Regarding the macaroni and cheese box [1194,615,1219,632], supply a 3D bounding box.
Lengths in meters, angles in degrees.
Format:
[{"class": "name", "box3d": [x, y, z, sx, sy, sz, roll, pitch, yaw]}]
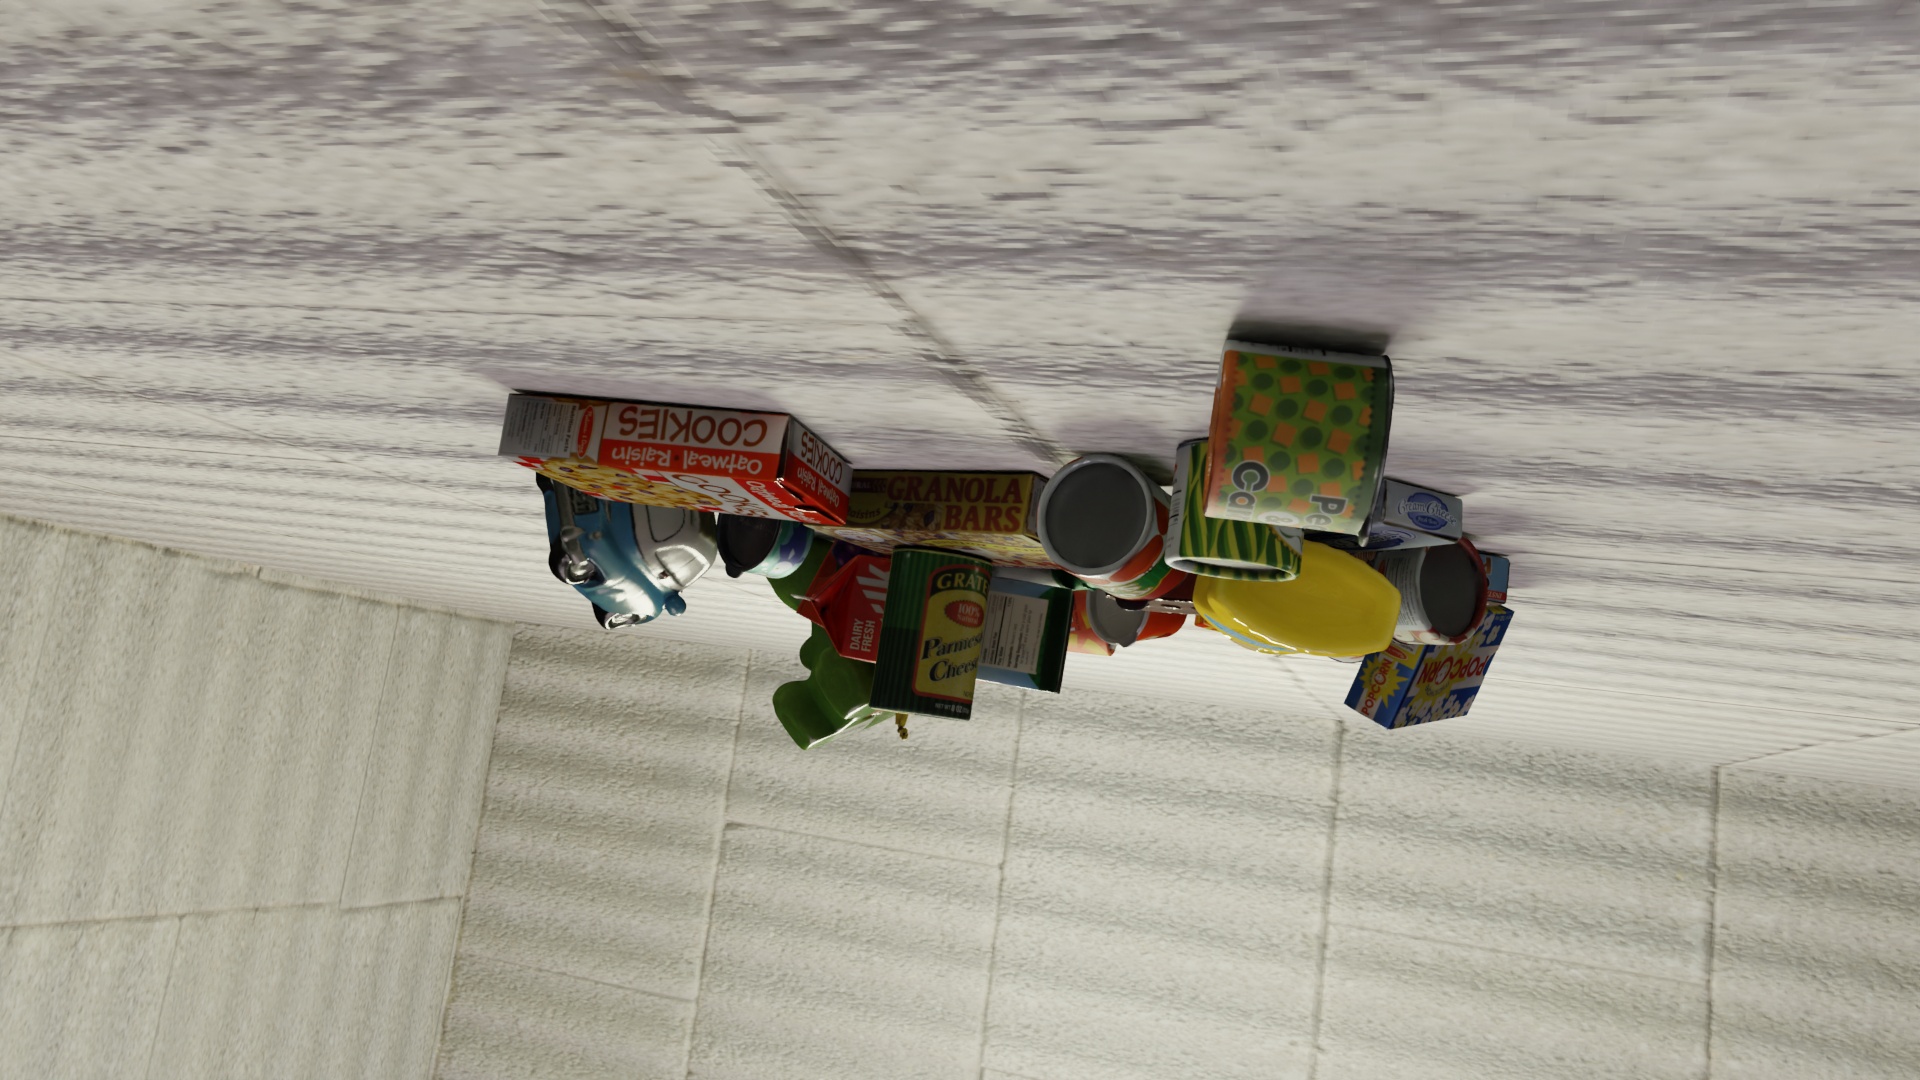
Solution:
[{"class": "macaroni and cheese box", "box3d": [0.262, 0.053, 1.064, 0.124, 0.040, 0.166, 10, 171, -6]}]

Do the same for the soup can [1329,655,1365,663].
[{"class": "soup can", "box3d": [0.243, 0.041, 0.925, 0.071, 0.071, 0.084, 1, 168, 40]}]

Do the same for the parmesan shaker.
[{"class": "parmesan shaker", "box3d": [-0.017, 0.062, 0.895, 0.071, 0.103, 0.071, 8, 172, 1]}]

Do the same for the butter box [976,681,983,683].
[{"class": "butter box", "box3d": [0.008, 0.068, 1.186, 0.024, 0.103, 0.053, 1, 170, 37]}]

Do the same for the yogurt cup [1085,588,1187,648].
[{"class": "yogurt cup", "box3d": [0.138, 0.047, 1.064, 0.054, 0.072, 0.072, 5, 175, -37]}]

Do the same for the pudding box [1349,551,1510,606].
[{"class": "pudding box", "box3d": [0.287, 0.021, 0.856, 0.084, 0.030, 0.049, 10, 172, -11]}]

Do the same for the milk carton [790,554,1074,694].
[{"class": "milk carton", "box3d": [-0.020, 0.056, 0.969, 0.191, 0.073, 0.072, 9, 174, 6]}]

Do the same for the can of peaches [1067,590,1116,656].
[{"class": "can of peaches", "box3d": [0.105, 0.064, 1.198, 0.058, 0.071, 0.071, 5, 171, 17]}]

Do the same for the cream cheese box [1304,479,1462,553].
[{"class": "cream cheese box", "box3d": [0.209, -0.011, 0.739, 0.053, 0.024, 0.103, 12, 171, -26]}]

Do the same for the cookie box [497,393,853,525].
[{"class": "cookie box", "box3d": [-0.159, -0.045, 0.805, 0.167, 0.040, 0.123, 6, 171, 13]}]

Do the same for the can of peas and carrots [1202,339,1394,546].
[{"class": "can of peas and carrots", "box3d": [0.120, -0.035, 0.504, 0.059, 0.071, 0.071, 7, 171, 8]}]

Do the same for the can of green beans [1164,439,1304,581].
[{"class": "can of green beans", "box3d": [0.135, -0.014, 0.677, 0.071, 0.058, 0.071, 8, 171, 1]}]

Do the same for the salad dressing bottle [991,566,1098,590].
[{"class": "salad dressing bottle", "box3d": [0.059, 0.021, 1.031, 0.064, 0.044, 0.147, 21, 165, -31]}]

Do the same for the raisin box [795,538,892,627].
[{"class": "raisin box", "box3d": [-0.047, 0.046, 1.035, 0.123, 0.086, 0.040, 27, 178, 15]}]

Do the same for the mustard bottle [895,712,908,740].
[{"class": "mustard bottle", "box3d": [-0.037, 0.076, 1.089, 0.065, 0.160, 0.049, 16, 169, -36]}]

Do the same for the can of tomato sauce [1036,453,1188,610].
[{"class": "can of tomato sauce", "box3d": [0.084, -0.004, 0.750, 0.071, 0.071, 0.083, 4, 170, 25]}]

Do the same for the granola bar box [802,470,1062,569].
[{"class": "granola bar box", "box3d": [0.003, -0.011, 0.882, 0.165, 0.039, 0.124, 3, 170, 34]}]

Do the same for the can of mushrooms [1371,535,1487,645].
[{"class": "can of mushrooms", "box3d": [0.271, 0.027, 0.797, 0.071, 0.071, 0.033, 14, 168, -32]}]

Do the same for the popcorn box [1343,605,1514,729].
[{"class": "popcorn box", "box3d": [0.318, 0.078, 0.937, 0.127, 0.085, 0.038, 2, -158, -48]}]

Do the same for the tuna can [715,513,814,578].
[{"class": "tuna can", "box3d": [-0.131, -0.006, 0.932, 0.071, 0.071, 0.033, 0, 169, 42]}]
